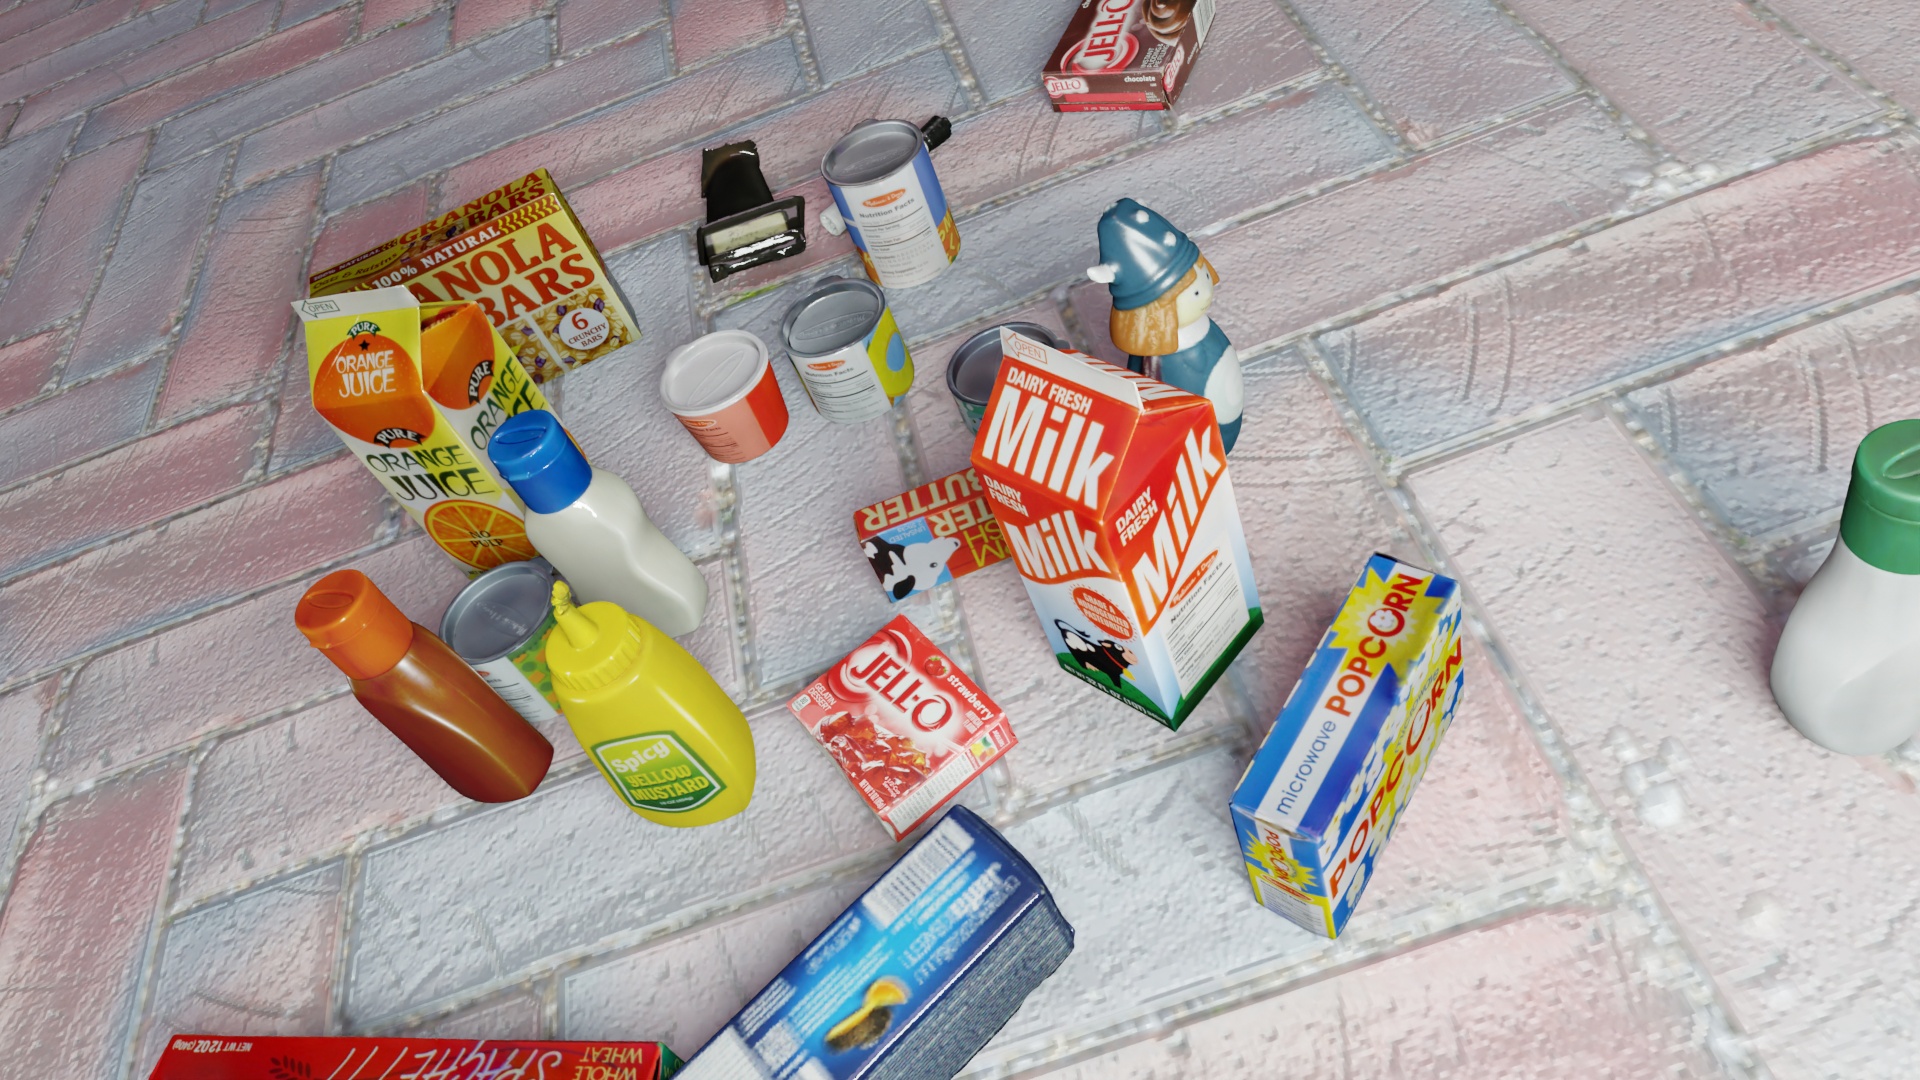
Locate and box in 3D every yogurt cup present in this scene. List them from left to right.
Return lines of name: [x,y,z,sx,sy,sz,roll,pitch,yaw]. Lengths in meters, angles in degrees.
yogurt cup: [-0.136,-0.082,0.821,0.072,0.053,0.073,-11,48,13]

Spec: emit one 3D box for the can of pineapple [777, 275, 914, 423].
can of pineapple: [-0.066,-0.112,0.817,0.071,0.057,0.071,-11,48,13]

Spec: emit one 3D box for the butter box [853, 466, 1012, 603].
butter box: [0.003,-0.009,0.703,0.103,0.053,0.024,-21,46,3]

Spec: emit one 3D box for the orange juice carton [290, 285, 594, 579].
orange juice carton: [-0.281,-0.065,0.768,0.072,0.191,0.073,-4,50,19]

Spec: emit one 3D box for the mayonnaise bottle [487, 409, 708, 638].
mayonnaise bottle: [-0.186,-0.004,0.708,0.065,0.147,0.041,-7,49,17]

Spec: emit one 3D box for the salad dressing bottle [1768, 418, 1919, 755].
salad dressing bottle: [0.323,0.020,0.487,0.064,0.147,0.044,-24,46,1]

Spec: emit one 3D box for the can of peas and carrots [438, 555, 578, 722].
can of peas and carrots: [-0.230,0.052,0.738,0.071,0.058,0.071,-11,48,13]

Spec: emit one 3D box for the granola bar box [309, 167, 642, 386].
granola bar box: [-0.311,-0.151,0.901,0.165,0.123,0.039,-25,46,-1]

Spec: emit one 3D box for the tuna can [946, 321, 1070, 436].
tuna can: [0.030,-0.089,0.775,0.071,0.032,0.071,-11,48,13]

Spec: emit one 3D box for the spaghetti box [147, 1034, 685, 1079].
spaghetti box: [-0.226,0.232,0.586,0.250,0.050,0.029,-6,49,17]

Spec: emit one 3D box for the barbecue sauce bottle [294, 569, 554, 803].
barbecue sauce bottle: [-0.259,0.073,0.669,0.065,0.148,0.044,4,53,25]

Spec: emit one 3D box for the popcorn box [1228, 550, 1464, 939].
popcorn box: [0.154,0.080,0.543,0.038,0.085,0.127,19,60,34]

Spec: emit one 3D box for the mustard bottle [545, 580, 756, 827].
mustard bottle: [-0.144,0.072,0.617,0.065,0.159,0.049,-14,47,10]

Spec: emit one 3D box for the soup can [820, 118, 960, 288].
soup can: [-0.043,-0.213,0.877,0.071,0.083,0.072,-11,48,13]

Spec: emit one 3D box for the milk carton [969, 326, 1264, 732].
milk carton: [0.066,-0.010,0.584,0.072,0.189,0.074,28,65,37]
